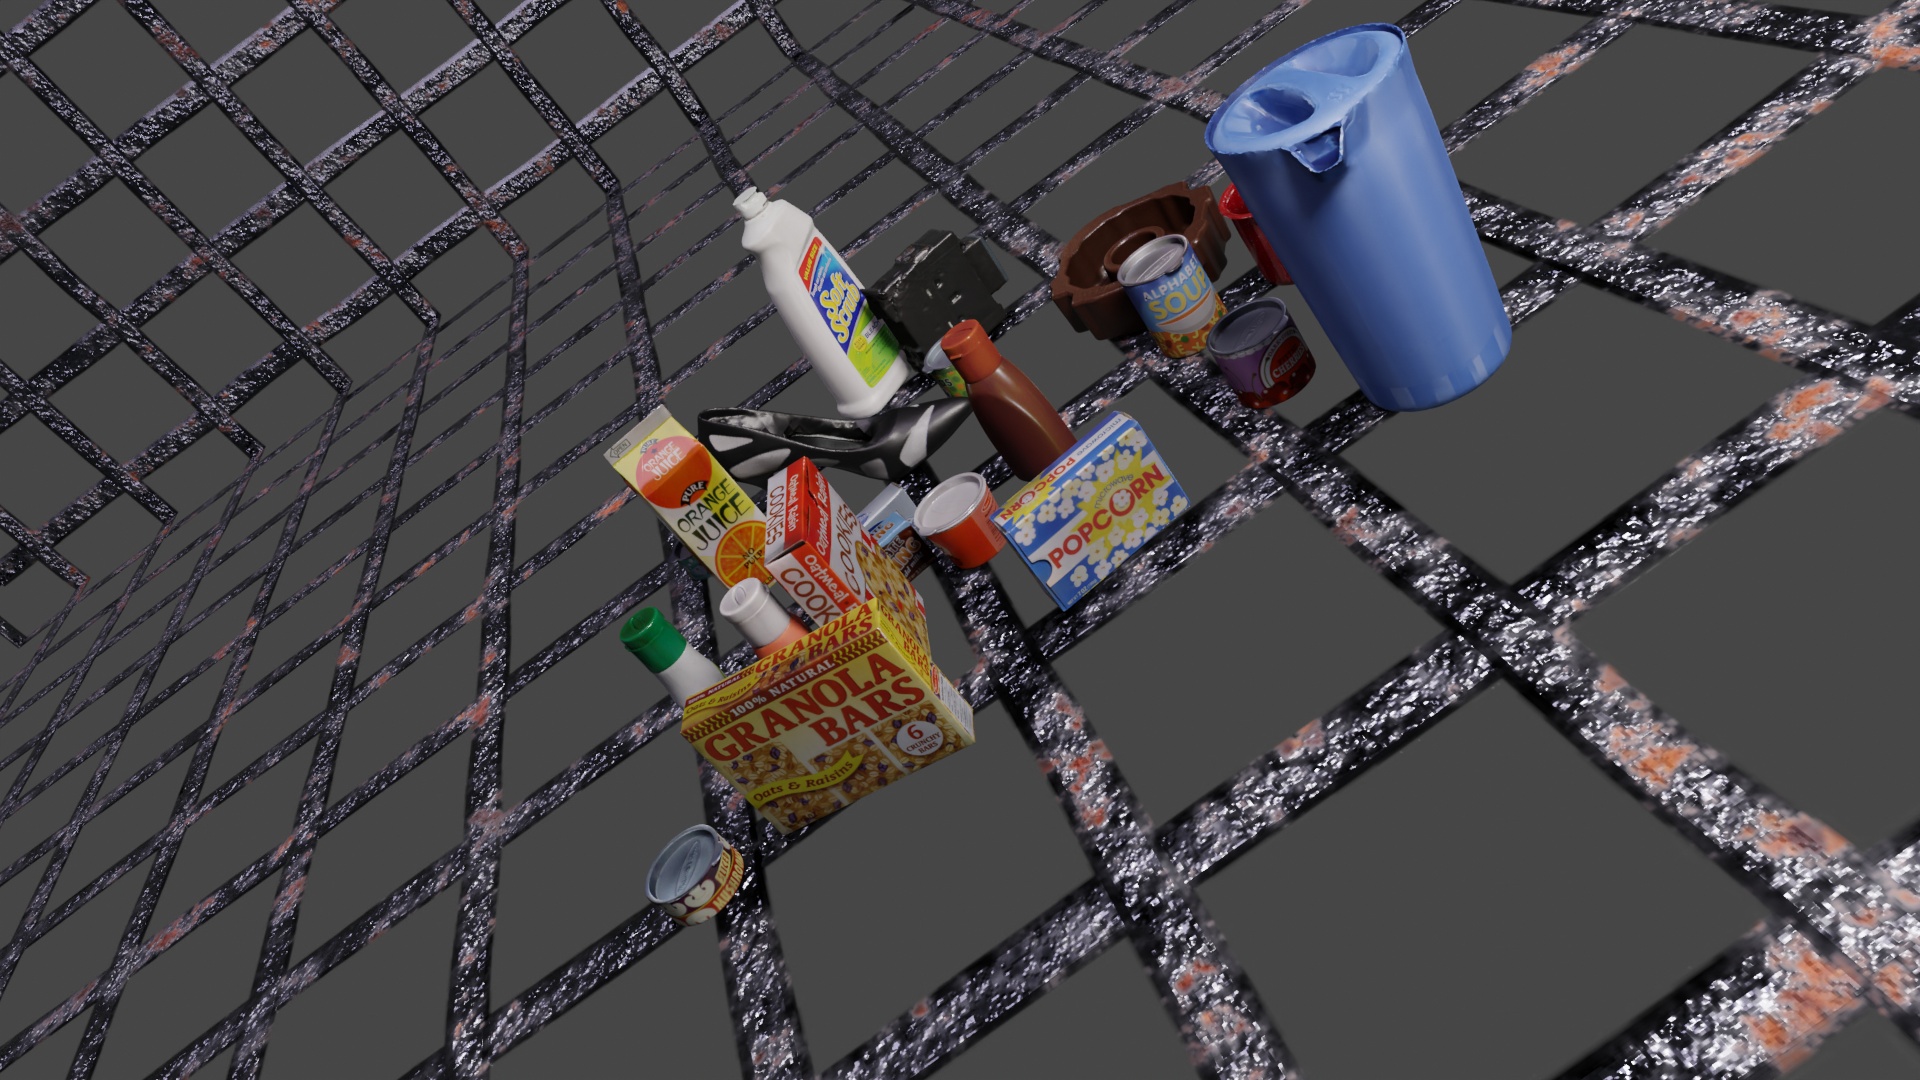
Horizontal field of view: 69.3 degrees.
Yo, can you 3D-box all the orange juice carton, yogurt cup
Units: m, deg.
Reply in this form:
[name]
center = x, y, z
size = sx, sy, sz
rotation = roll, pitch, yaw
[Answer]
[orange juice carton]
center = -0.240, -0.034, 1.281
size = 0.072, 0.192, 0.073
rotation = -44, 30, -11
[yogurt cup]
center = 0.004, -0.014, 1.133
size = 0.072, 0.053, 0.073
rotation = -27, 31, 18

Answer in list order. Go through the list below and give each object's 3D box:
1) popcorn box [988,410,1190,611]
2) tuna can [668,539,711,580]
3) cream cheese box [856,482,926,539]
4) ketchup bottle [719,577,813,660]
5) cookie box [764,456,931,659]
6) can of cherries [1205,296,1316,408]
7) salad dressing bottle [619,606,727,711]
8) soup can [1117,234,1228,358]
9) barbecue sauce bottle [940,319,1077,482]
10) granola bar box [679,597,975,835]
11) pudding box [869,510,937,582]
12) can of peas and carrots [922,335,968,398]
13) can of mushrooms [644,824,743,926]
[popcorn box]
center = 0.095, -0.022, 1.016
size = 0.127, 0.085, 0.038
rotation = -40, 30, -5
[tuna can]
center = -0.257, 0.008, 1.401
size = 0.071, 0.032, 0.071
rotation = -27, 31, 18
[cream cheese box]
center = -0.076, 0.005, 1.193
size = 0.104, 0.053, 0.024
rotation = -44, 30, -12
[ketchup bottle]
center = -0.117, 0.089, 1.024
size = 0.043, 0.148, 0.065
rotation = -38, 30, 0
[cookie box]
center = -0.082, 0.032, 1.047
size = 0.040, 0.167, 0.123
rotation = -31, 30, 12
[can of cherries]
center = 0.232, -0.143, 1.065
size = 0.071, 0.058, 0.072
rotation = -27, 31, 18
[salad dressing bottle]
center = -0.205, 0.113, 1.085
size = 0.044, 0.147, 0.064
rotation = -45, 30, -12
[soup can]
center = 0.183, -0.206, 1.180
size = 0.071, 0.083, 0.072
rotation = -27, 31, 18
[barbecue sauce bottle]
center = 0.037, -0.114, 1.141
size = 0.065, 0.148, 0.044
rotation = -8, 41, 41
[granola bar box]
center = -0.091, 0.125, 0.971
size = 0.165, 0.124, 0.039
rotation = -28, 31, 16
[pudding box]
center = -0.067, 0.021, 1.165
size = 0.084, 0.049, 0.030
rotation = -41, 30, -6
[can of peas and carrots]
center = 0.006, -0.163, 1.333
size = 0.071, 0.058, 0.071
rotation = -27, 31, 18
[can of mushrooms]
center = -0.190, 0.242, 1.005
size = 0.071, 0.033, 0.071
rotation = -27, 31, 18
